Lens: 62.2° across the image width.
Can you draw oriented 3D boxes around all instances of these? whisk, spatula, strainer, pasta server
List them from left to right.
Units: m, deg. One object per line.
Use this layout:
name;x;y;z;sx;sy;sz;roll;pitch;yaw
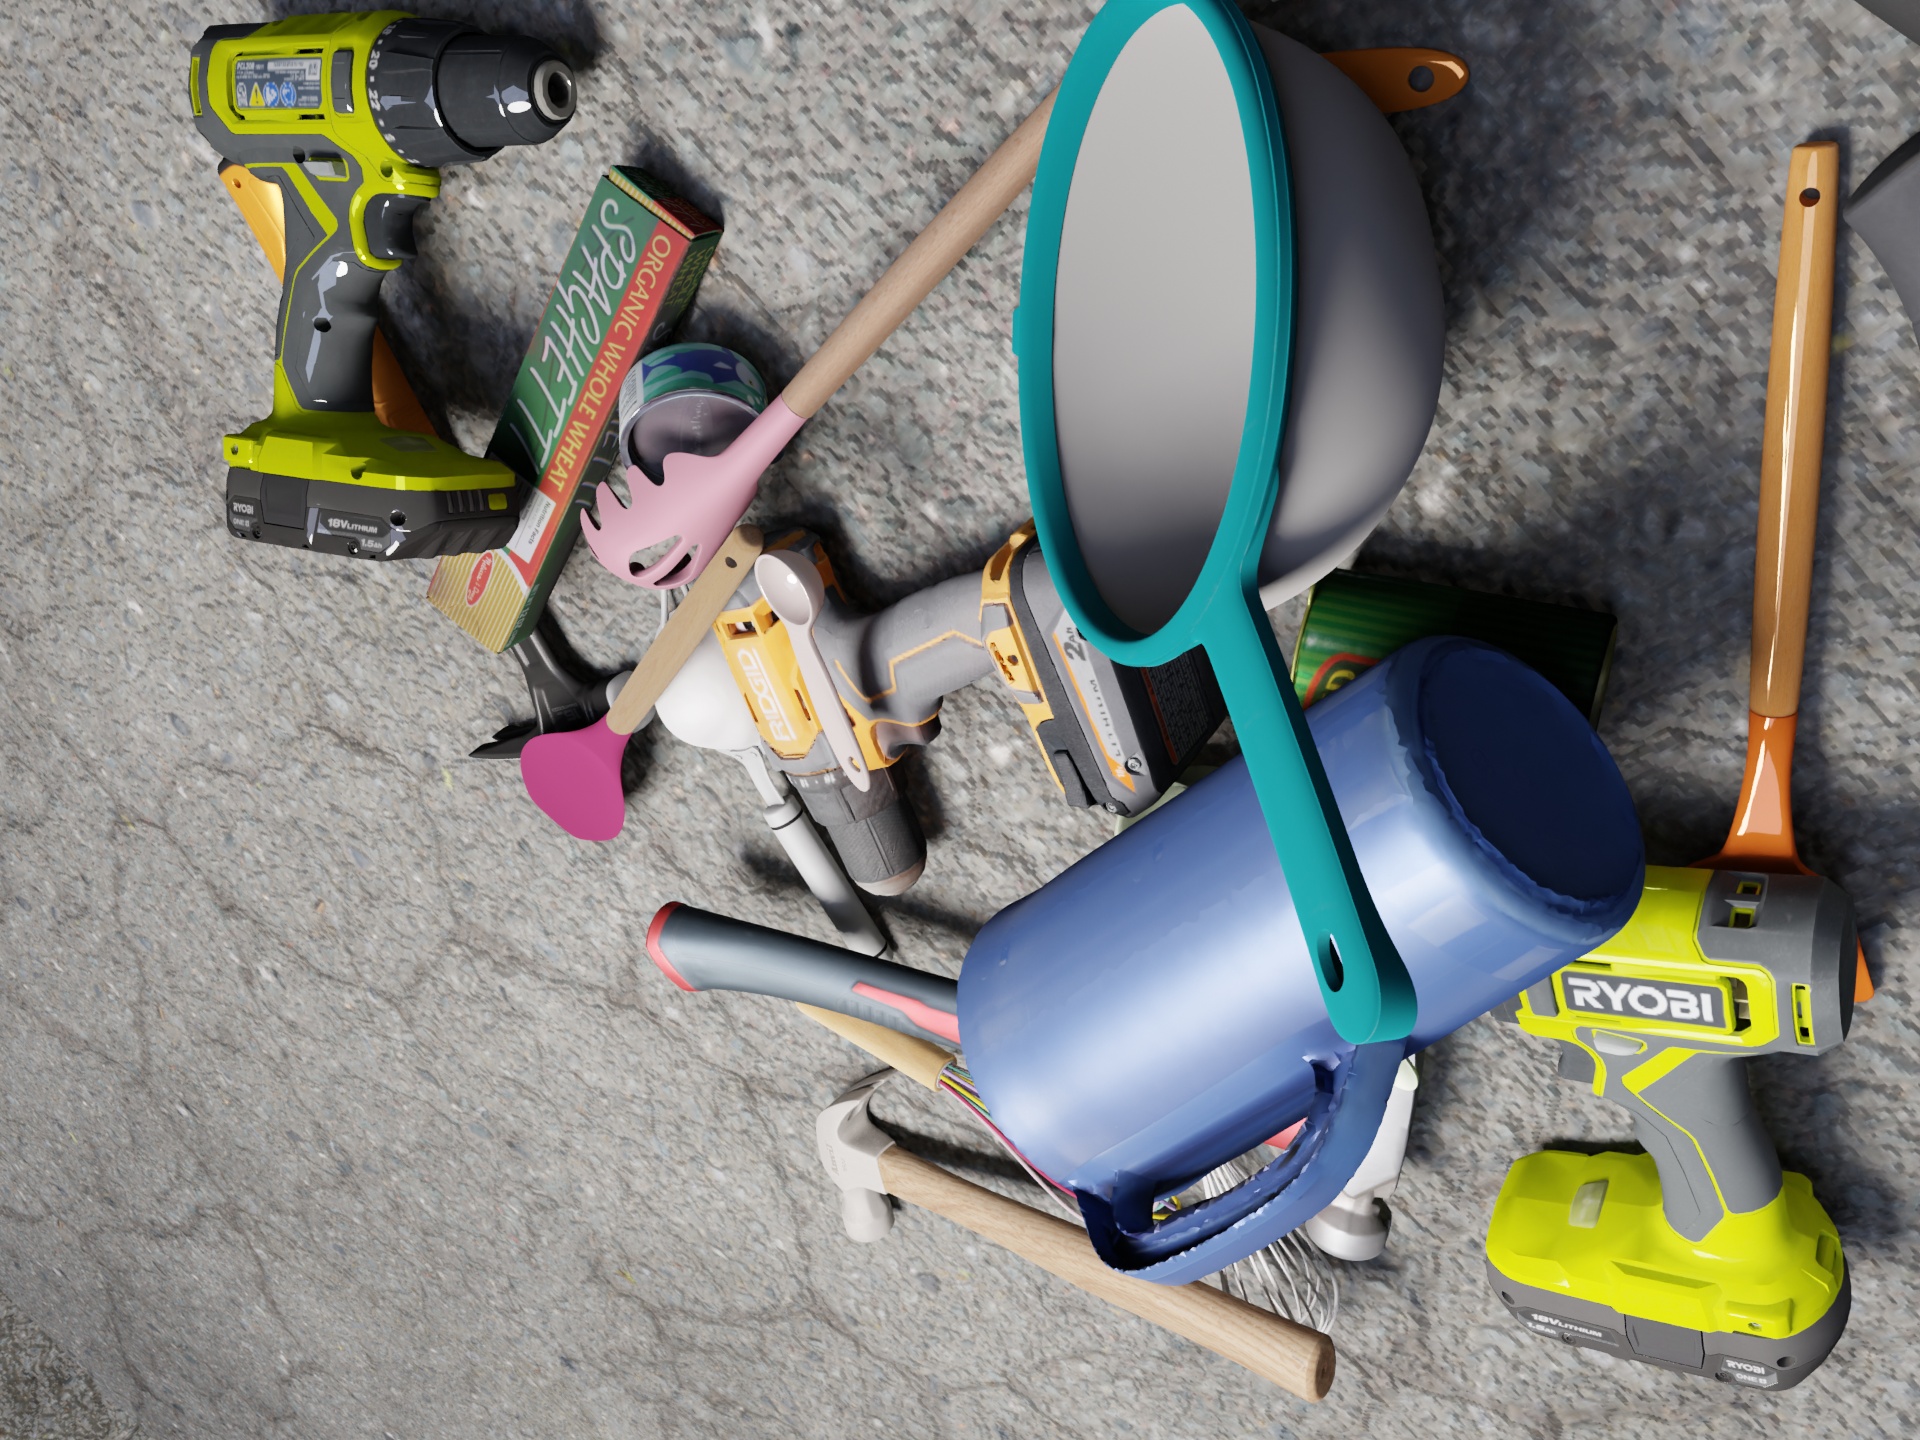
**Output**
strainer;-0.096;0.042;0.817;0.087;0.050;0.258;-11;117;43
pasta server;-0.050;-0.149;0.635;0.060;0.040;0.316;22;129;-39
whisk;0.008;0.196;0.837;0.245;0.047;0.051;24;130;28
whisk;0.125;0.217;0.792;0.058;0.059;0.246;-27;102;1
strainer;0.105;-0.070;0.482;0.095;0.341;0.210;-4;150;-16
spatula;0.280;-0.030;0.545;0.081;0.041;0.322;7;119;31

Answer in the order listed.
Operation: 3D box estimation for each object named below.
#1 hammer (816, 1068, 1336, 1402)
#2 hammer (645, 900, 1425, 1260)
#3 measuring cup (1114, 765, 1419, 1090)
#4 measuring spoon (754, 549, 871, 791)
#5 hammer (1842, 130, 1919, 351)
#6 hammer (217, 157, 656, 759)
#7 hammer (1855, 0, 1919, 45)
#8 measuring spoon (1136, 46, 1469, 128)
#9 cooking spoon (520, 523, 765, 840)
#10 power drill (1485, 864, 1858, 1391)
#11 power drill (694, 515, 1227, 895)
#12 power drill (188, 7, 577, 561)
hammer;0.046;0.276;0.850;0.331;0.031;0.130;12;125;39
hammer;0.022;0.134;0.763;0.386;0.038;0.143;13;112;20
measuring cup;0.136;0.086;0.672;0.168;0.038;0.083;45;136;22
measuring spoon;-0.055;-0.021;0.671;0.034;0.018;0.124;21;140;43
hammer;0.360;0.006;0.510;0.149;0.036;0.408;-12;113;36
hammer;-0.281;-0.130;0.821;0.127;0.034;0.336;-11;113;36
hammer;0.196;-0.216;0.400;0.334;0.035;0.146;31;141;-5
measuring spoon;0.110;-0.212;0.535;0.117;0.011;0.021;7;123;28
cooking spoon;-0.157;-0.010;0.772;0.068;0.017;0.319;42;143;-4
power drill;0.258;0.150;0.627;0.171;0.080;0.223;1;125;36
power drill;-0.001;-0.002;0.702;0.226;0.084;0.185;-3;118;39
power drill;-0.250;-0.189;0.696;0.191;0.080;0.228;11;105;26
